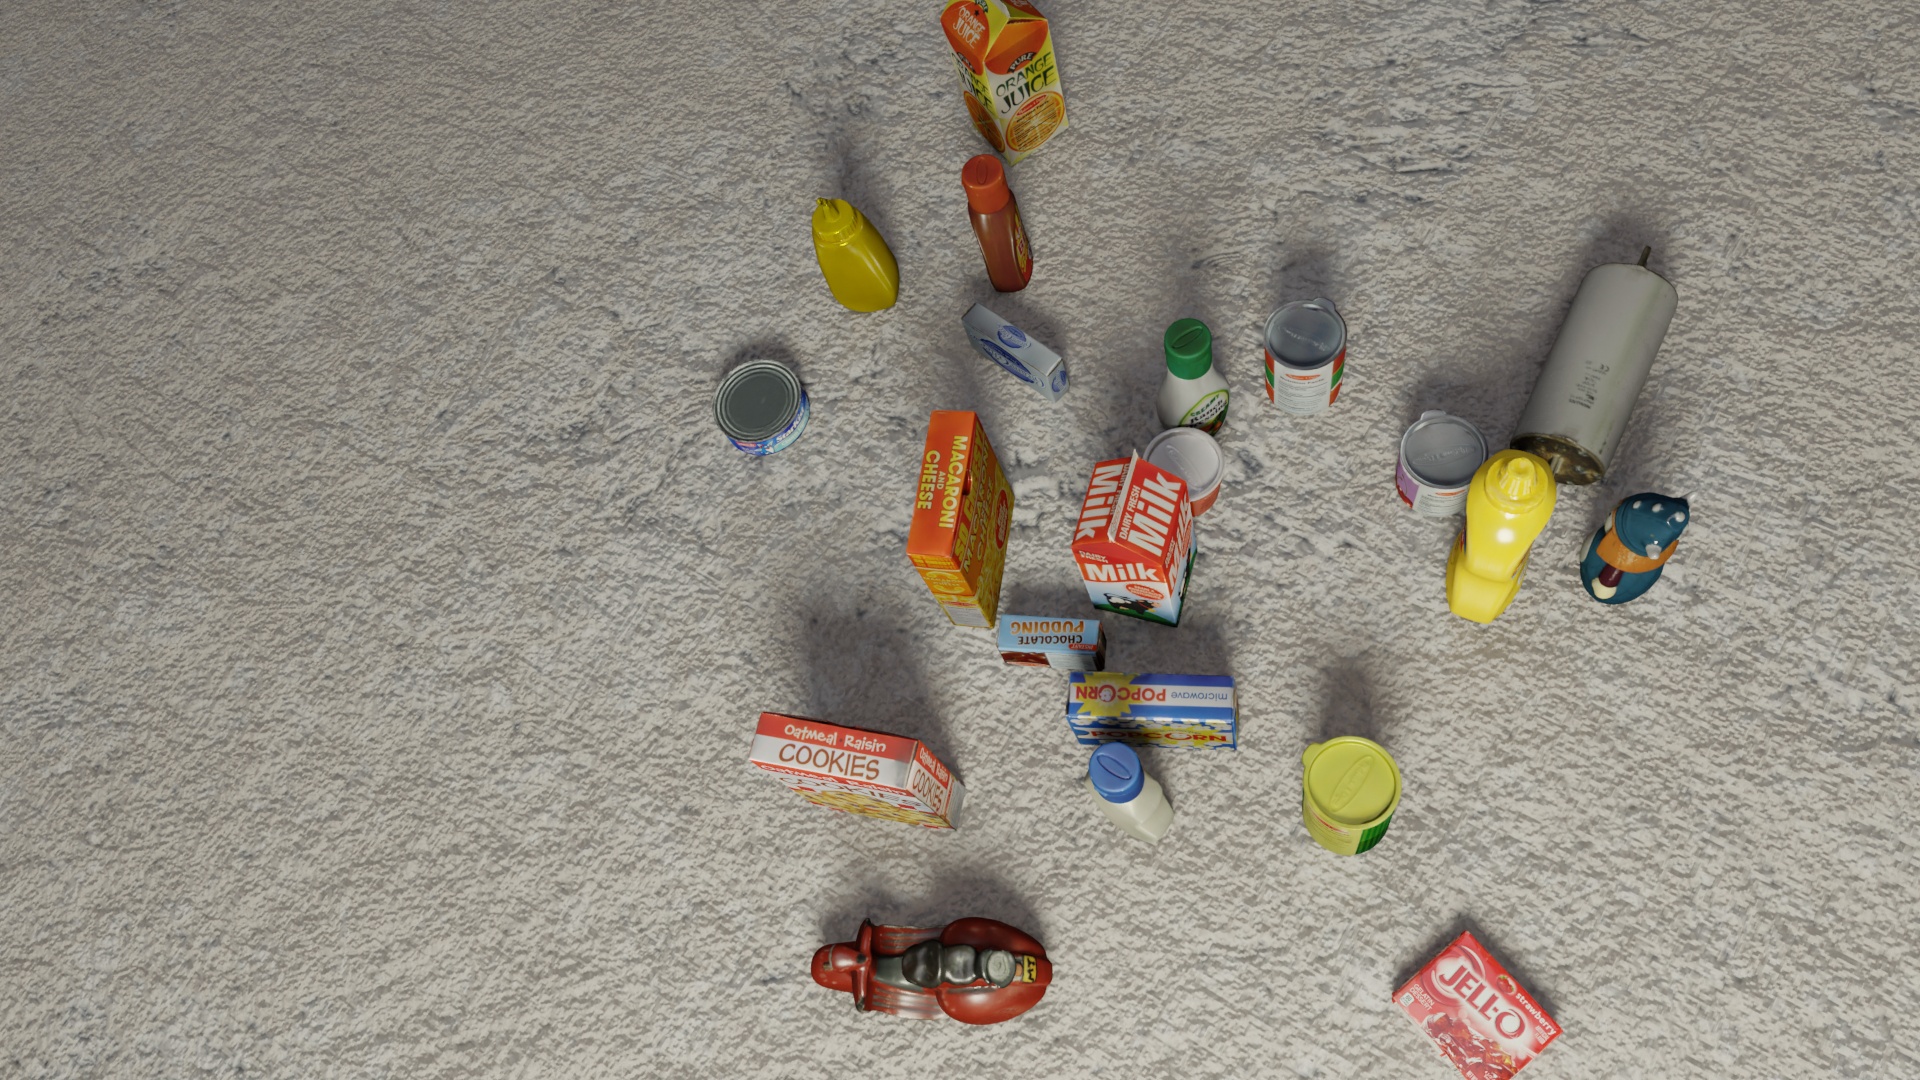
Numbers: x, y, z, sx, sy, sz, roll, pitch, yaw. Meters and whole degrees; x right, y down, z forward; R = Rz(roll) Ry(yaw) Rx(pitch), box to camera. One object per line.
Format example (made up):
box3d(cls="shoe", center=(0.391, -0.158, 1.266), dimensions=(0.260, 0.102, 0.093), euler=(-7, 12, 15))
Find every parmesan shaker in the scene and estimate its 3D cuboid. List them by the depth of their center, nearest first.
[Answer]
box3d(cls="parmesan shaker", center=(0.280, 0.185, 1.010), dimensions=(0.071, 0.102, 0.071), euler=(-5, 67, 11))

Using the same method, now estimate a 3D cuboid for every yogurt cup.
box3d(cls="yogurt cup", center=(0.187, -0.054, 1.160), dimensions=(0.072, 0.053, 0.072), euler=(-5, 67, 11))

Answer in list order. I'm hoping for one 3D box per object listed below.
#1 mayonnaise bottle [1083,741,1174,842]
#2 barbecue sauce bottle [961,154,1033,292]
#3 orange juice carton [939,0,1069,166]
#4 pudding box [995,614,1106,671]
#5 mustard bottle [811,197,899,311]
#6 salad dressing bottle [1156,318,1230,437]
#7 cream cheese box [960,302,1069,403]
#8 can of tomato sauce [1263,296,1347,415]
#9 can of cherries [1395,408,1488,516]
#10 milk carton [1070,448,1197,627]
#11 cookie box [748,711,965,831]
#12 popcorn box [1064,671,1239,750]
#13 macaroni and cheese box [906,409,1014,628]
box3d(cls="mayonnaise bottle", center=(0.122, 0.183, 1.022), dimensions=(0.065, 0.147, 0.041), euler=(32, 78, 23))
box3d(cls="barbecue sauce bottle", center=(0.032, -0.285, 1.242), dimensions=(0.043, 0.148, 0.065), euler=(-4, 67, 11))
box3d(cls="orange juice carton", center=(0.040, -0.444, 1.283), dimensions=(0.073, 0.192, 0.072), euler=(-36, 65, -3))
box3d(cls="pudding box", center=(0.074, 0.083, 1.130), dimensions=(0.084, 0.049, 0.030), euler=(2, 68, 14))
box3d(cls="mustard bottle", center=(-0.100, -0.265, 1.256), dimensions=(0.065, 0.159, 0.049), euler=(-2, 67, 12))
box3d(cls="salad dressing bottle", center=(0.190, -0.130, 1.140), dimensions=(0.064, 0.147, 0.044), euler=(-33, 65, -2))
box3d(cls="cream cheese box", center=(0.050, -0.168, 1.240), dimensions=(0.104, 0.053, 0.024), euler=(37, 80, 24))
box3d(cls="can of tomato sauce", center=(0.289, -0.154, 1.164), dimensions=(0.071, 0.083, 0.071), euler=(-5, 67, 11))
box3d(cls="can of cherries", center=(0.386, -0.062, 1.117), dimensions=(0.071, 0.058, 0.072), euler=(-5, 67, 11))
box3d(cls="milk carton", center=(0.135, -0.001, 1.074), dimensions=(0.073, 0.190, 0.072), euler=(12, 71, 17))
box3d(cls="cookie box", center=(-0.074, 0.177, 1.058), dimensions=(0.123, 0.167, 0.040), euler=(7, 70, 16))
box3d(cls="popcorn box", center=(0.150, 0.132, 1.072), dimensions=(0.127, 0.085, 0.038), euler=(0, 68, 13))
box3d(cls="macaroni and cheese box", center=(0.004, -0.014, 1.122), dimensions=(0.040, 0.166, 0.124), euler=(4, 69, 14))
